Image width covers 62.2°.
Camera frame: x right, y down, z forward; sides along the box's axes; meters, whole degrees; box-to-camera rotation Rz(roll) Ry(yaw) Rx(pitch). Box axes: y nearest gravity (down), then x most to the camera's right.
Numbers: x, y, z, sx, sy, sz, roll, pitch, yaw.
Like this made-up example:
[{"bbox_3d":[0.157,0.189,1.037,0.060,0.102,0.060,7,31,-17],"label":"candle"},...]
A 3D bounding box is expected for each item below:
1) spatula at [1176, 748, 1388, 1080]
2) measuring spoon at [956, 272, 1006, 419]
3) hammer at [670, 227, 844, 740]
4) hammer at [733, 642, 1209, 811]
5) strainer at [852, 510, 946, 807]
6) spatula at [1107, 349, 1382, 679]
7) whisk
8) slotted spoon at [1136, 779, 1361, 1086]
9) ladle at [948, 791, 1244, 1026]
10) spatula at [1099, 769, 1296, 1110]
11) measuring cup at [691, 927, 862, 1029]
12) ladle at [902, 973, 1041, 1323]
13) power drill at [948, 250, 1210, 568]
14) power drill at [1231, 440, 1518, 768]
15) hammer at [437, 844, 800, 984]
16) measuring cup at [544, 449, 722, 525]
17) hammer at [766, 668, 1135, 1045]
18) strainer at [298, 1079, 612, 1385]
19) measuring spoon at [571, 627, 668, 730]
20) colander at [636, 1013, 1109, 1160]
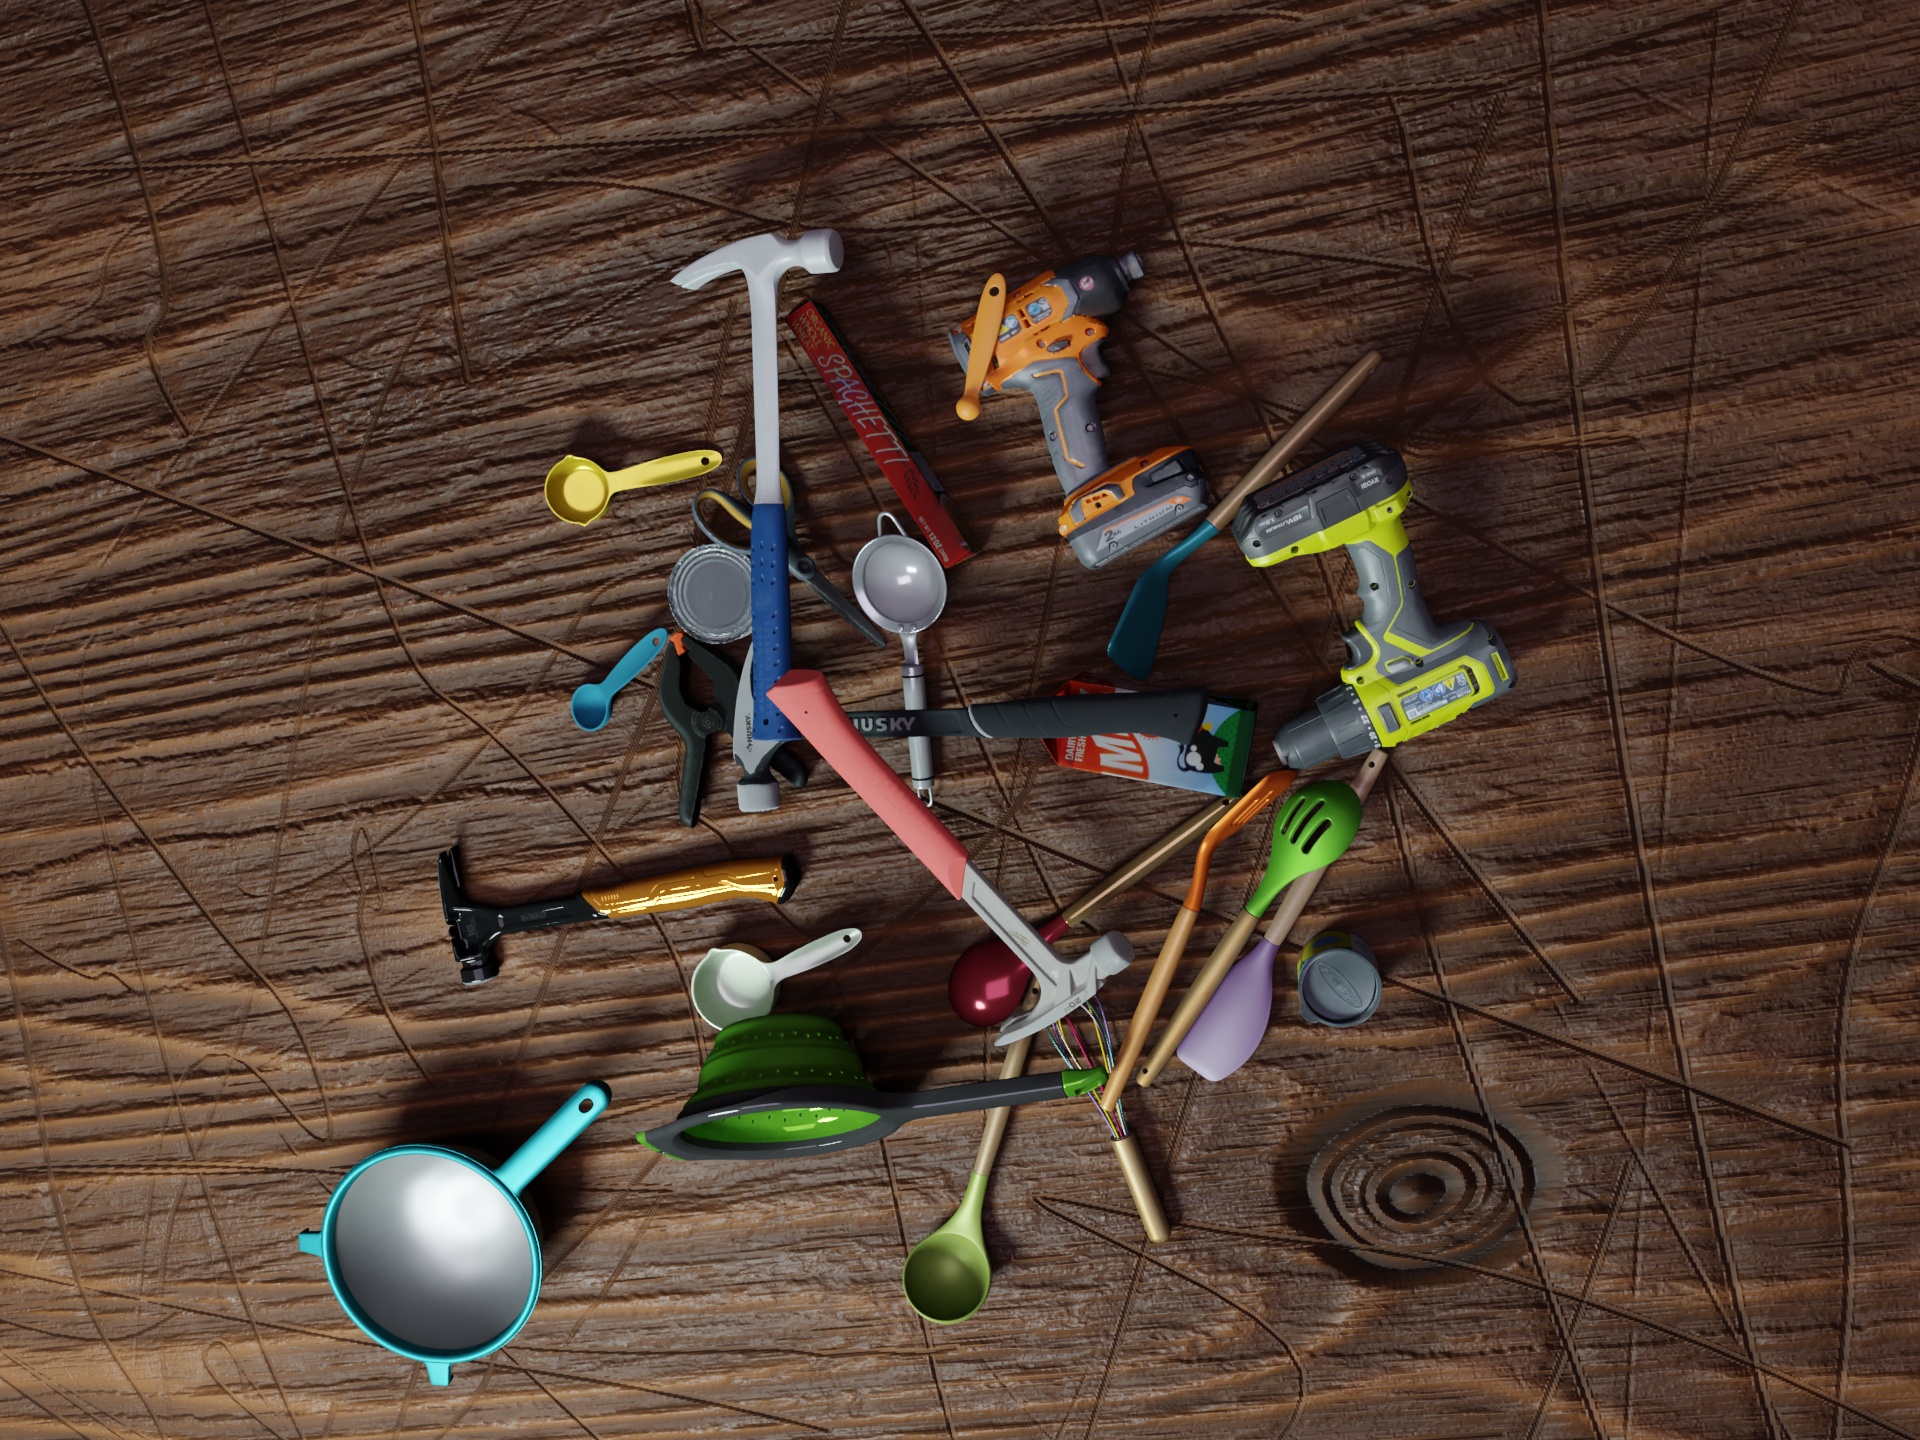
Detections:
[{"bbox_3d":[0.273,0.163,1.321,0.060,0.018,0.316,32,103,24],"label":"spatula"},{"bbox_3d":[0.016,-0.294,1.246,0.021,0.011,0.117,14,94,14],"label":"measuring spoon"},{"bbox_3d":[-0.161,-0.187,1.293,0.144,0.035,0.405,0,94,21],"label":"hammer"},{"bbox_3d":[-0.002,-0.004,1.282,0.409,0.036,0.149,-2,94,22],"label":"hammer"},{"bbox_3d":[-0.041,-0.051,1.345,0.087,0.050,0.258,1,104,25],"label":"strainer"},{"bbox_3d":[0.228,-0.168,1.271,0.317,0.082,0.044,-47,58,9],"label":"spatula"},{"bbox_3d":[0.128,0.337,1.362,0.051,0.047,0.245,-20,97,6],"label":"whisk"},{"bbox_3d":[0.231,0.182,1.324,0.070,0.031,0.313,44,111,41],"label":"slotted spoon"},{"bbox_3d":[0.112,0.155,1.347,0.315,0.031,0.069,-38,69,11],"label":"ladle"},{"bbox_3d":[0.188,0.180,1.307,0.041,0.081,0.322,26,99,26],"label":"spatula"},{"bbox_3d":[-0.157,0.216,1.405,0.167,0.038,0.083,-25,92,11],"label":"measuring cup"},{"bbox_3d":[0.023,0.372,1.382,0.078,0.062,0.320,18,98,12],"label":"ladle"},{"bbox_3d":[0.111,-0.253,1.267,0.164,0.084,0.226,-29,87,14],"label":"power drill"},{"bbox_3d":[0.302,-0.081,1.236,0.190,0.080,0.228,-25,107,11],"label":"power drill"},{"bbox_3d":[-0.307,0.153,1.427,0.337,0.034,0.127,-10,97,12],"label":"hammer"},{"bbox_3d":[-0.282,-0.210,1.382,0.156,0.029,0.062,-13,95,1],"label":"measuring cup"},{"bbox_3d":[-0.029,0.104,1.284,0.149,0.037,0.359,-39,99,28],"label":"hammer"},{"bbox_3d":[-0.426,0.431,1.459,0.340,0.095,0.211,-44,91,11],"label":"strainer"},{"bbox_3d":[-0.293,-0.038,1.396,0.128,0.021,0.042,-41,74,22],"label":"measuring spoon"},{"bbox_3d":[-0.075,0.295,1.352,0.397,0.204,0.095,-10,63,9],"label":"colander"}]
